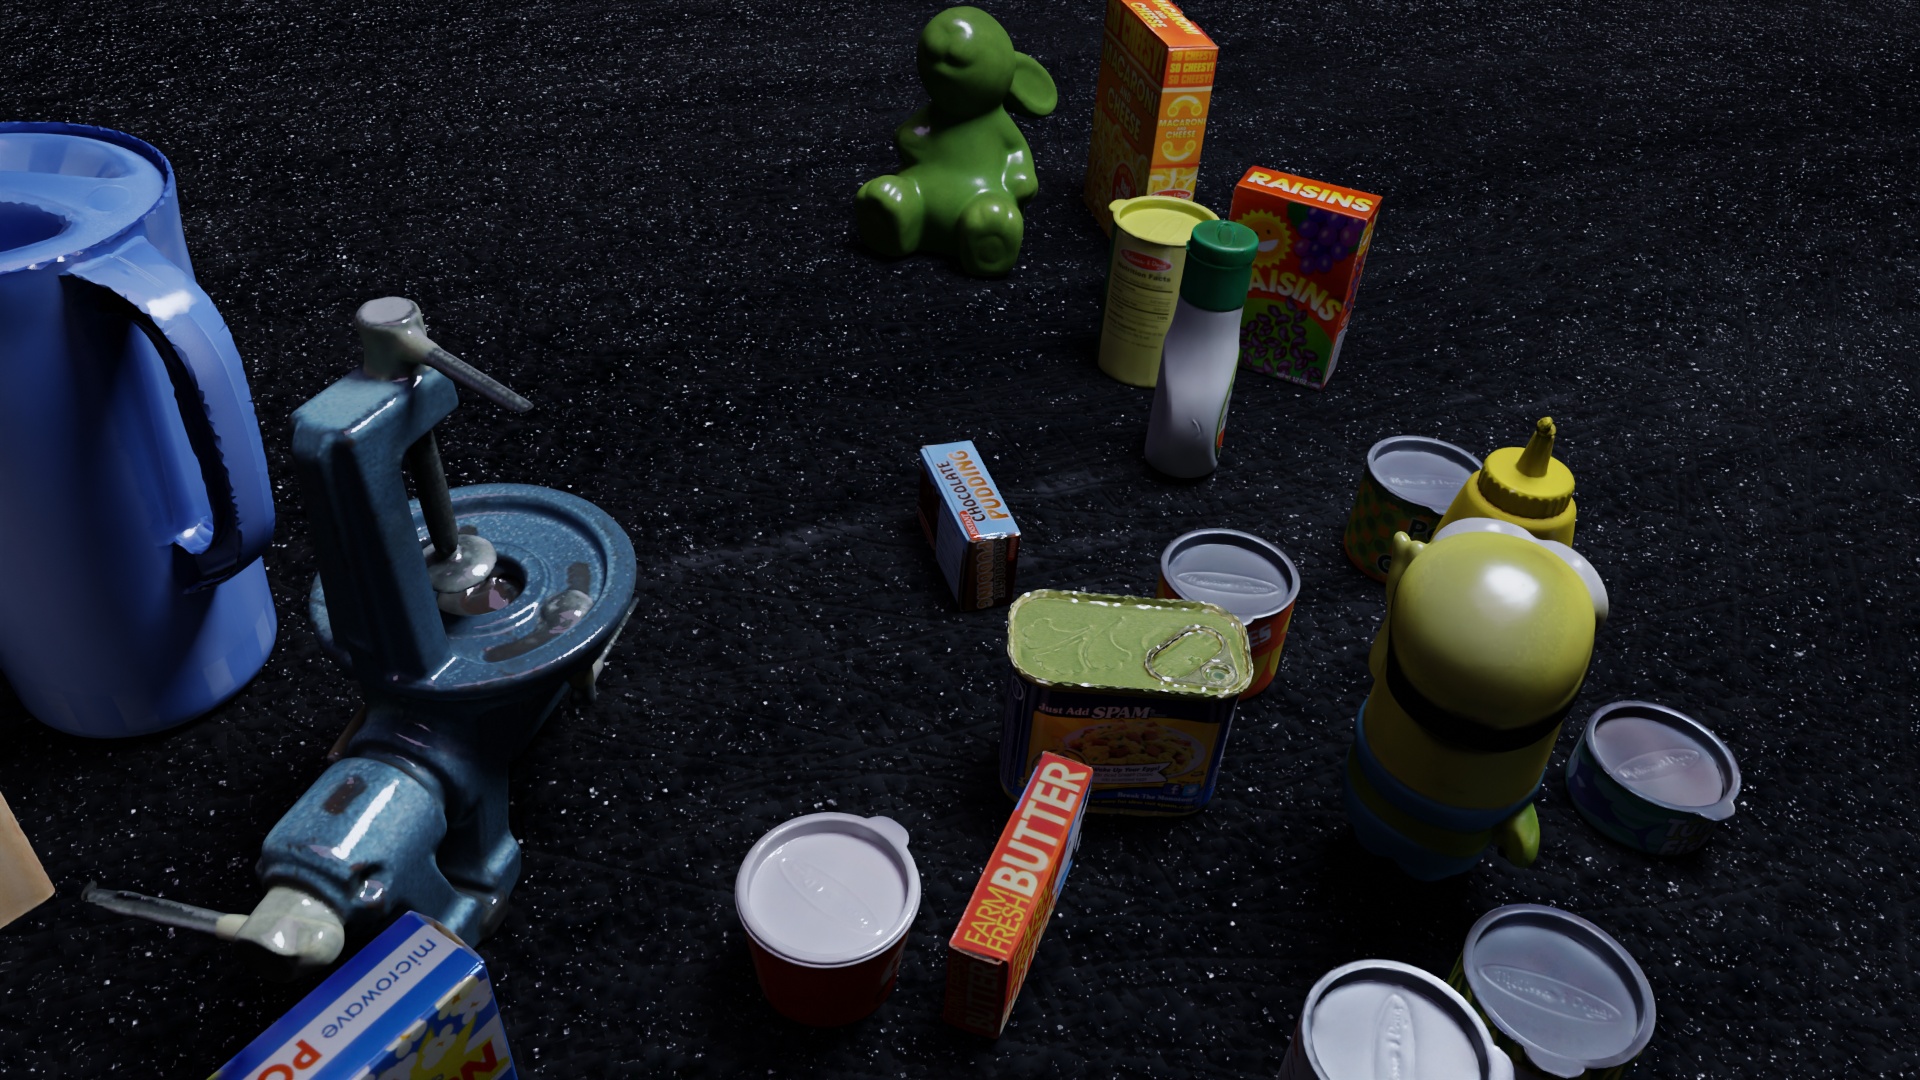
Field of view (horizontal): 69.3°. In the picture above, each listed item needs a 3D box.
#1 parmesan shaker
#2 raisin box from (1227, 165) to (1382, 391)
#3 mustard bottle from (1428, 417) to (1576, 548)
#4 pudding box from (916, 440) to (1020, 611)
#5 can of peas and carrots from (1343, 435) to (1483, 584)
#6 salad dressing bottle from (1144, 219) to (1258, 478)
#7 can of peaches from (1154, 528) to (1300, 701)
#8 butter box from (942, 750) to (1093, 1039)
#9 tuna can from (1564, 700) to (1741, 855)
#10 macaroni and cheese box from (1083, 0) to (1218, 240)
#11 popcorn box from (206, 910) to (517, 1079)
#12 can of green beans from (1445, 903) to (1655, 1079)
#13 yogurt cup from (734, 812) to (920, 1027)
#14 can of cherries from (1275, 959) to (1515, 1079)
[{"bbox_3d":[0.121,-0.158,0.881,0.071,0.102,0.072,3,39,-2],"label":"parmesan shaker"},{"bbox_3d":[0.209,-0.166,0.884,0.086,0.122,0.040,21,41,19],"label":"raisin box"},{"bbox_3d":[0.251,0.007,0.645,0.065,0.159,0.049,8,39,4],"label":"mustard bottle"},{"bbox_3d":[0.003,-0.009,0.727,0.030,0.049,0.084,-9,41,-16],"label":"pudding box"},{"bbox_3d":[0.247,-0.013,0.750,0.071,0.058,0.071,3,39,-2],"label":"can of peas and carrots"},{"bbox_3d":[0.136,-0.106,0.783,0.044,0.146,0.064,8,39,4],"label":"salad dressing bottle"},{"bbox_3d":[0.126,0.038,0.675,0.071,0.057,0.071,3,39,-2],"label":"can of peaches"},{"bbox_3d":[0.024,0.137,0.545,0.024,0.052,0.104,17,40,15],"label":"butter box"},{"bbox_3d":[0.313,0.109,0.627,0.071,0.032,0.071,3,39,-2],"label":"tuna can"},{"bbox_3d":[0.134,-0.297,1.004,0.040,0.165,0.124,-6,40,-13],"label":"macaroni and cheese box"},{"bbox_3d":[-0.201,0.190,0.432,0.038,0.084,0.127,25,43,23],"label":"popcorn box"},{"bbox_3d":[0.210,0.178,0.510,0.071,0.057,0.071,3,39,-2],"label":"can of green beans"},{"bbox_3d":[-0.050,0.146,0.526,0.072,0.053,0.073,3,39,-2],"label":"yogurt cup"},{"bbox_3d":[0.149,0.193,0.486,0.071,0.058,0.072,3,39,-2],"label":"can of cherries"}]
